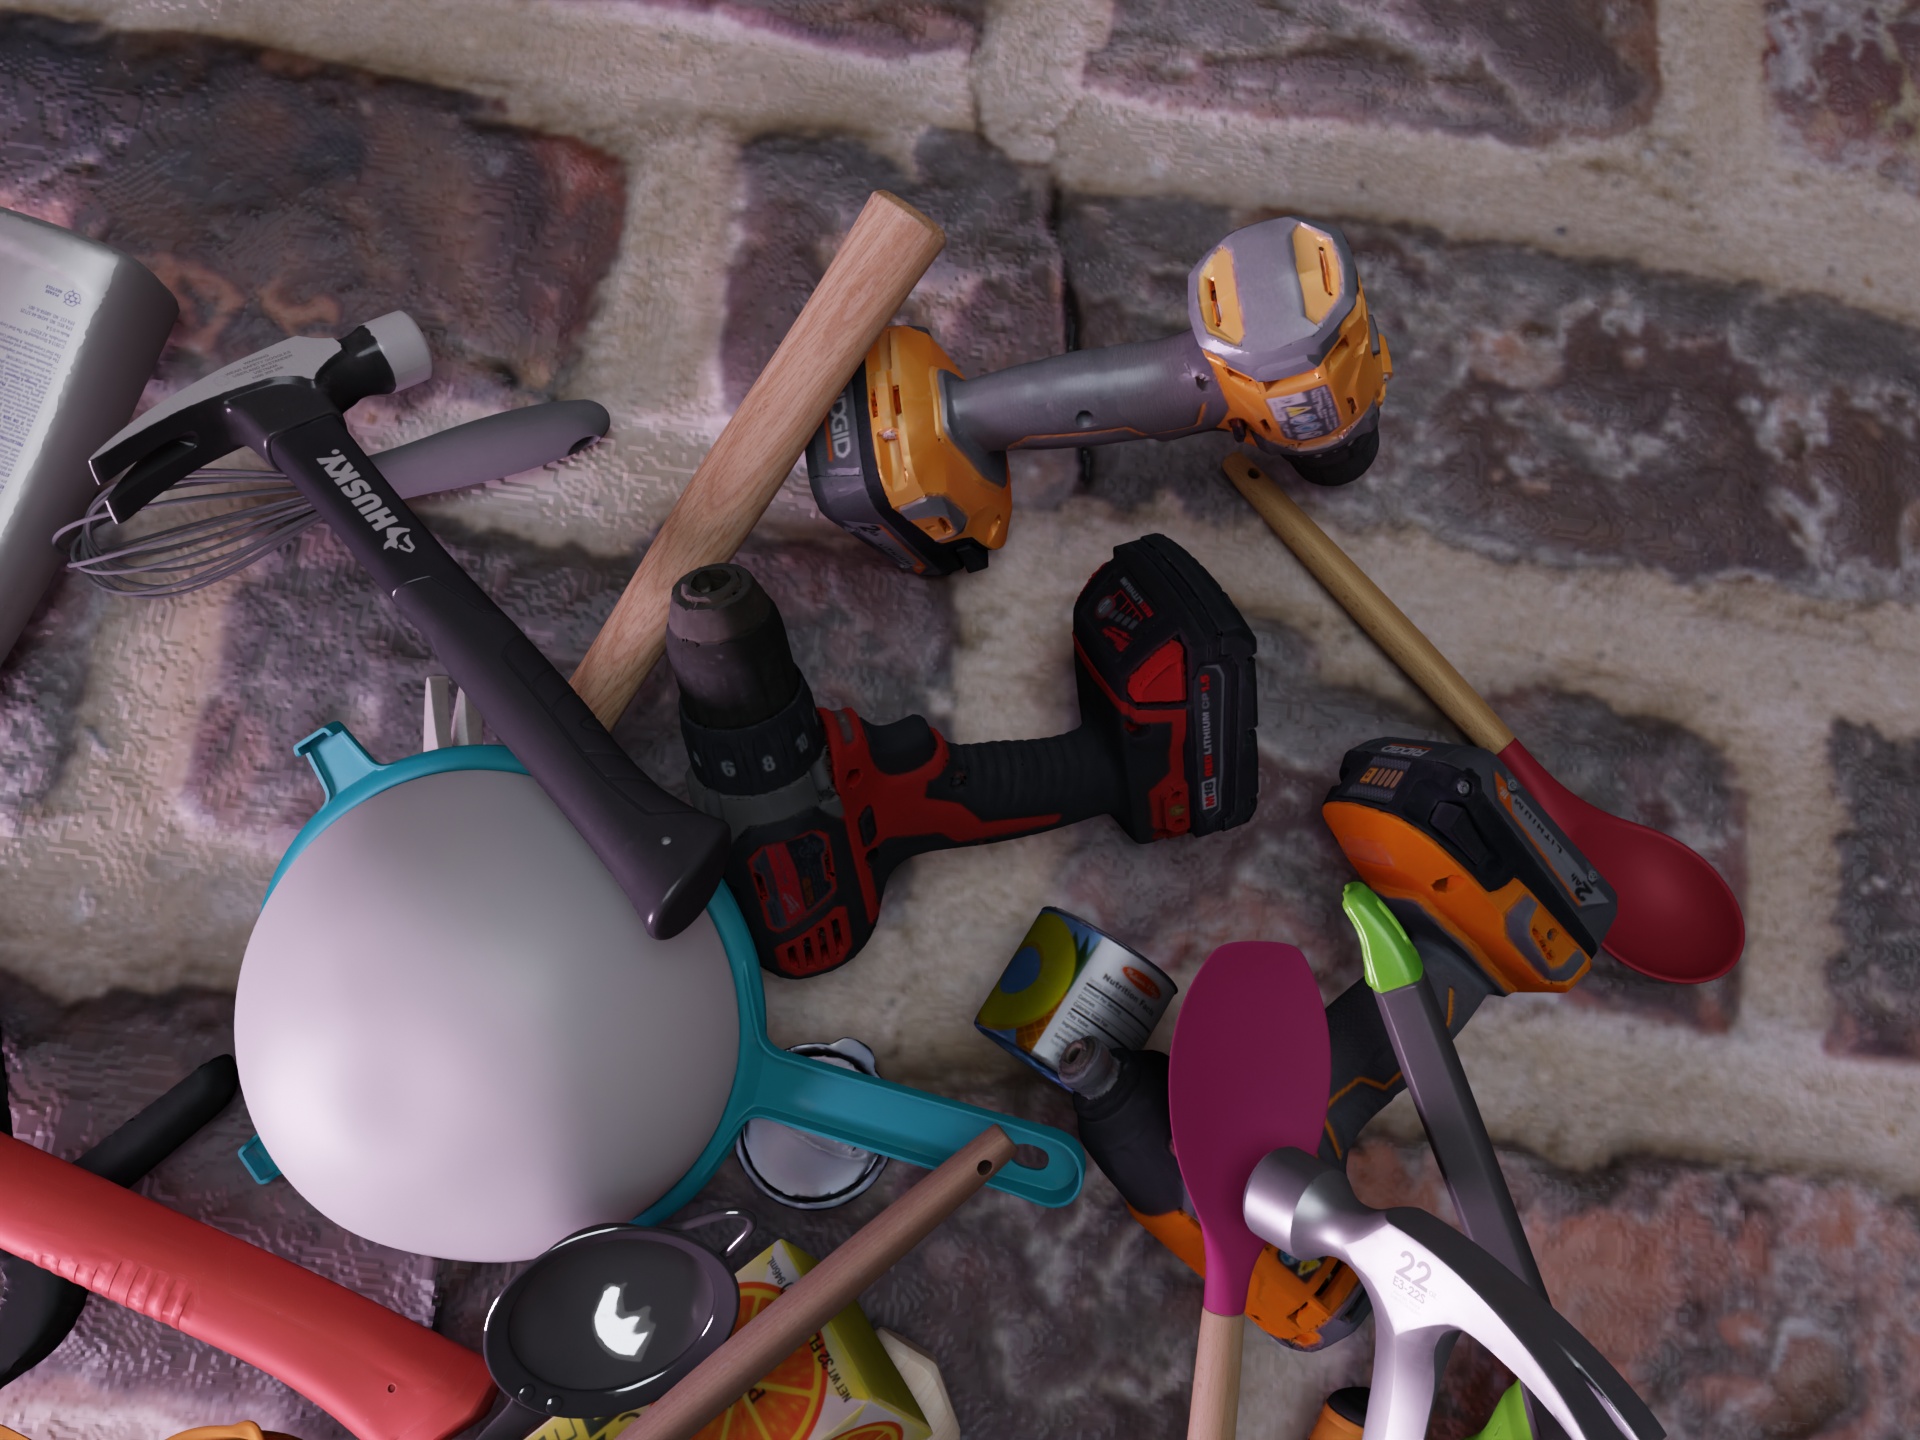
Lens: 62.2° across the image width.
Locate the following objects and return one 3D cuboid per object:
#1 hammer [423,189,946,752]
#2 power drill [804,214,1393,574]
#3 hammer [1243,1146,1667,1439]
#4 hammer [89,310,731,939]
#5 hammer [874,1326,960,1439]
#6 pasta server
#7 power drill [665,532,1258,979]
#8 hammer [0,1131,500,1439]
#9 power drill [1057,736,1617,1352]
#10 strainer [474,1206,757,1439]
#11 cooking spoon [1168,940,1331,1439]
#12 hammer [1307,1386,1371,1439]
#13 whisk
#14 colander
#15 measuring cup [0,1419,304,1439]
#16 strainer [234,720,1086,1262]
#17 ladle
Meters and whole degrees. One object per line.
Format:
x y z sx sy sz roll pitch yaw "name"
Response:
-0.113 -0.064 0.639 0.130 0.031 0.331 40 102 23 "hammer"
0.068 -0.125 0.677 0.226 0.185 0.084 -12 76 19 "power drill"
0.127 0.361 0.534 0.035 0.144 0.405 0 102 -38 "hammer"
-0.200 -0.040 0.607 0.146 0.035 0.335 -31 60 -27 "hammer"
-0.131 0.417 0.591 0.146 0.038 0.411 30 76 5 "hammer"
-0.103 0.247 0.538 0.316 0.040 0.060 -38 108 -9 "pasta server"
-0.001 -0.002 0.632 0.226 0.187 0.080 -18 40 -10 "power drill"
-0.336 0.175 0.597 0.359 0.036 0.149 23 67 3 "hammer"
0.147 0.116 0.637 0.164 0.084 0.226 44 77 -20 "power drill"
-0.166 0.251 0.548 0.258 0.050 0.086 -48 122 -1 "strainer"
0.092 0.238 0.575 0.068 0.017 0.319 5 90 -23 "cooking spoon"
0.054 0.385 0.597 0.337 0.034 0.127 -38 115 -18 "hammer"
-0.271 -0.104 0.700 0.239 0.055 0.055 -18 79 -13 "whisk"
0.180 0.257 0.574 0.094 0.204 0.397 -21 88 14 "colander"
-0.308 0.301 0.604 0.174 0.052 0.095 12 68 21 "measuring cup"
-0.123 0.135 0.579 0.340 0.095 0.211 14 102 7 "strainer"
0.228 -0.006 0.723 0.069 0.031 0.315 -37 80 -21 "ladle"
